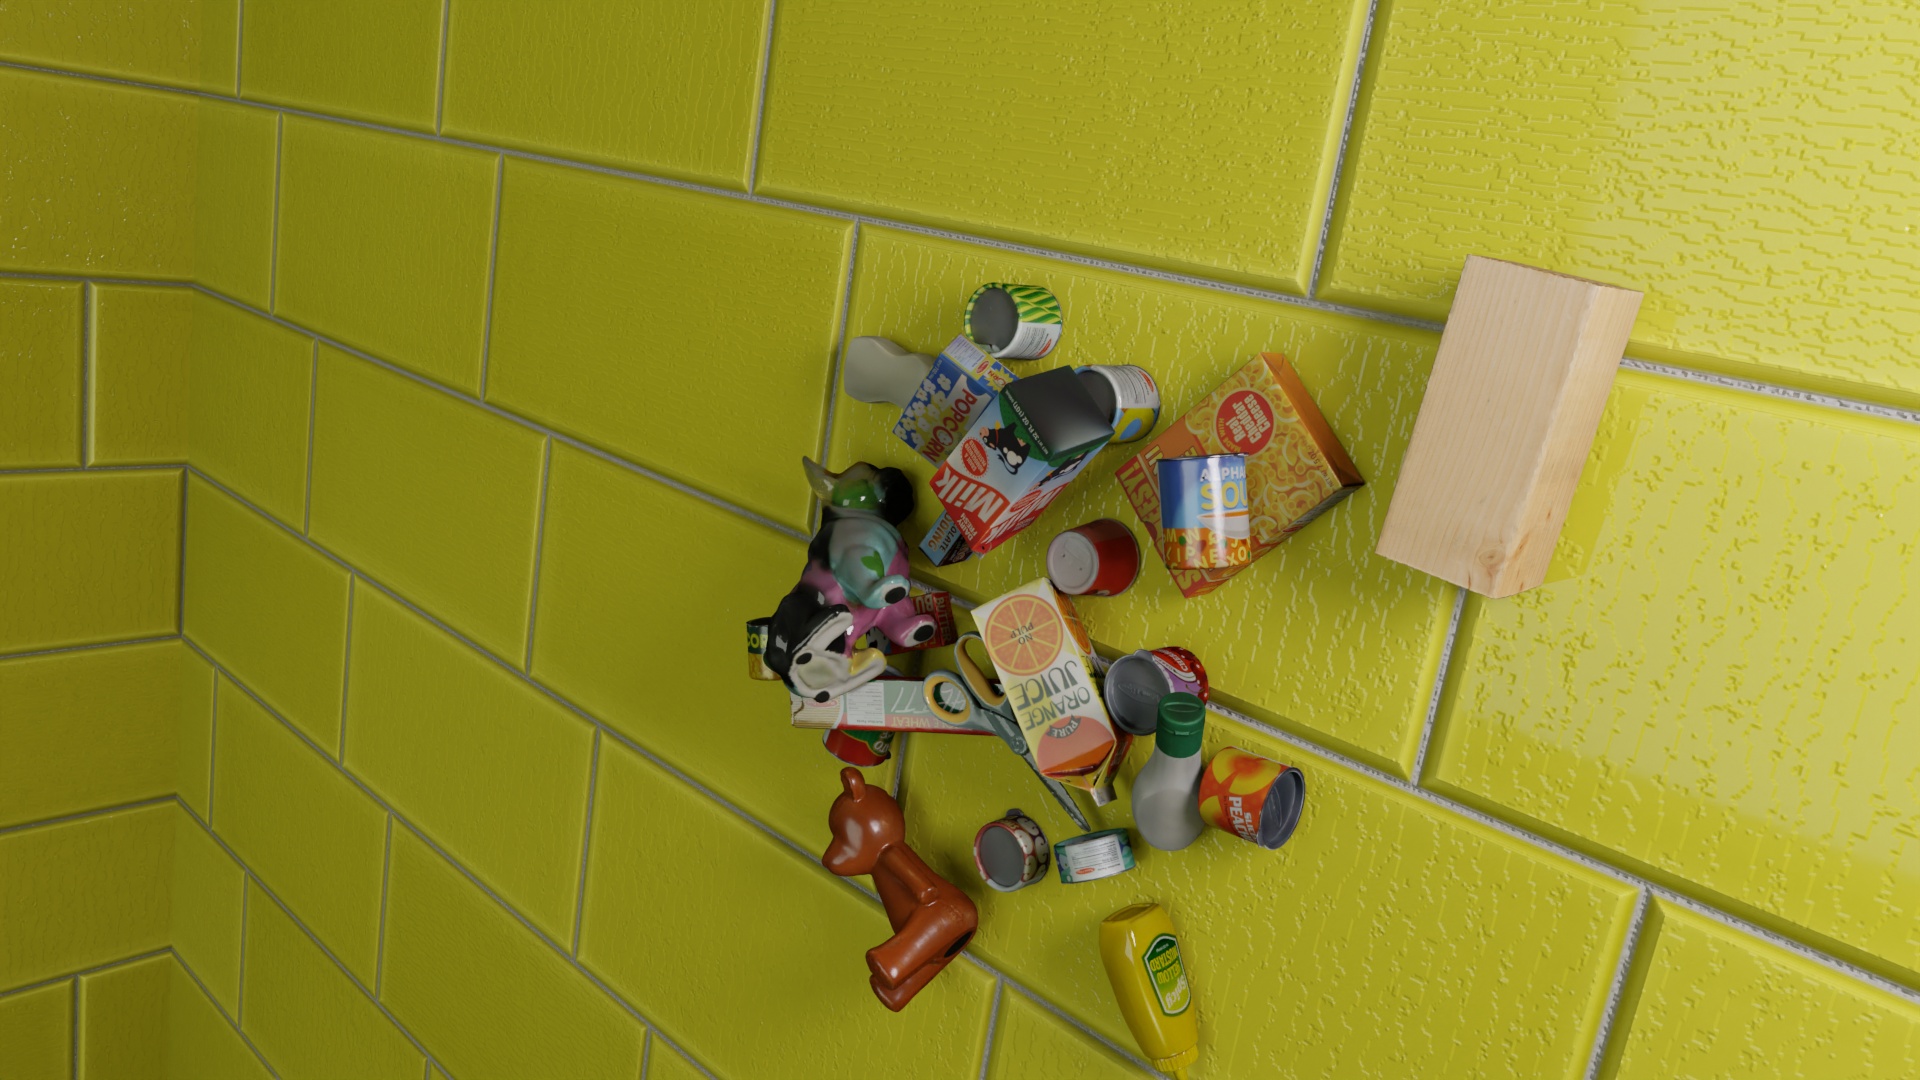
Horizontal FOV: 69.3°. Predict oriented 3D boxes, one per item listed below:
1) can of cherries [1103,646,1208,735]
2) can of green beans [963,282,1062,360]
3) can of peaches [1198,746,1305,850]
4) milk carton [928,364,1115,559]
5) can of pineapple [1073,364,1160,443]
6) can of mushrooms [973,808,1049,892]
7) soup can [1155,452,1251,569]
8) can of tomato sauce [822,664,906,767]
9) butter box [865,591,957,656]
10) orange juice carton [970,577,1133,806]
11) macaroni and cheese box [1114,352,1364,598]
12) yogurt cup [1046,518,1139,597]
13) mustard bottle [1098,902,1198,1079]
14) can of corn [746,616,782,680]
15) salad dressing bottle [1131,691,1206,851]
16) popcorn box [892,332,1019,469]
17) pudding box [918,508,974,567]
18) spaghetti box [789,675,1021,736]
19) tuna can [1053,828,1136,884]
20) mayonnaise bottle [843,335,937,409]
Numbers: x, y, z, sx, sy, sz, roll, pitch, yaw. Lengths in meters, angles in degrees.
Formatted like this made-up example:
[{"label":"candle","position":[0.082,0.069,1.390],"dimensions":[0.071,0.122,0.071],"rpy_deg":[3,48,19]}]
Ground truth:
[{"label":"can of cherries","position":[0.162,0.120,1.136],"dimensions":[0.071,0.058,0.071],"rpy_deg":[5,97,42]},{"label":"can of green beans","position":[0.045,-0.191,1.211],"dimensions":[0.071,0.058,0.071],"rpy_deg":[5,97,41]},{"label":"can of peaches","position":[0.225,0.201,1.079],"dimensions":[0.058,0.071,0.071],"rpy_deg":[16,104,41]},{"label":"milk carton","position":[0.039,-0.057,1.155],"dimensions":[0.072,0.074,0.189],"rpy_deg":[58,141,14]},{"label":"can of pineapple","position":[0.121,-0.112,1.151],"dimensions":[0.071,0.058,0.071],"rpy_deg":[5,98,41]},{"label":"can of mushrooms","position":[0.045,0.284,1.270],"dimensions":[0.071,0.033,0.071],"rpy_deg":[6,98,42]},{"label":"soup can","position":[0.185,-0.023,1.041],"dimensions":[0.071,0.071,0.083],"rpy_deg":[-2,94,42]},{"label":"can of tomato sauce","position":[-0.089,0.169,1.359],"dimensions":[0.071,0.071,0.082],"rpy_deg":[36,116,34]},{"label":"butter box","position":[-0.051,0.082,1.343],"dimensions":[0.103,0.024,0.053],"rpy_deg":[-13,85,41]},{"label":"orange juice carton","position":[0.086,0.133,1.179],"dimensions":[0.073,0.072,0.193],"rpy_deg":[-27,75,14]},{"label":"macaroni and cheese box","position":[0.212,-0.049,1.087],"dimensions":[0.165,0.040,0.124],"rpy_deg":[-41,67,36]},{"label":"yogurt cup","position":[0.110,0.016,1.175],"dimensions":[0.072,0.054,0.072],"rpy_deg":[4,96,41]},{"label":"mustard bottle","position":[0.165,0.386,1.156],"dimensions":[0.048,0.065,0.160],"rpy_deg":[-22,85,46]},{"label":"can of corn","position":[-0.189,0.111,1.437],"dimensions":[0.071,0.071,0.058],"rpy_deg":[2,96,42]},{"label":"salad dressing bottle","position":[0.171,0.184,1.104],"dimensions":[0.064,0.044,0.146],"rpy_deg":[3,129,5]},{"label":"popcorn box","position":[0.001,-0.113,1.225],"dimensions":[0.085,0.038,0.126],"rpy_deg":[39,143,1]},{"label":"pudding box","position":[0.005,-0.016,1.268],"dimensions":[0.030,0.050,0.083],"rpy_deg":[49,122,20]},{"label":"spaghetti box","position":[-0.040,0.151,1.281],"dimensions":[0.250,0.029,0.050],"rpy_deg":[0,94,20]},{"label":"tuna can","position":[0.114,0.269,1.189],"dimensions":[0.071,0.071,0.033],"rpy_deg":[-19,80,41]},{"label":"mayonnaise bottle","position":[-0.046,-0.150,1.308],"dimensions":[0.148,0.041,0.064],"rpy_deg":[20,109,37]}]
